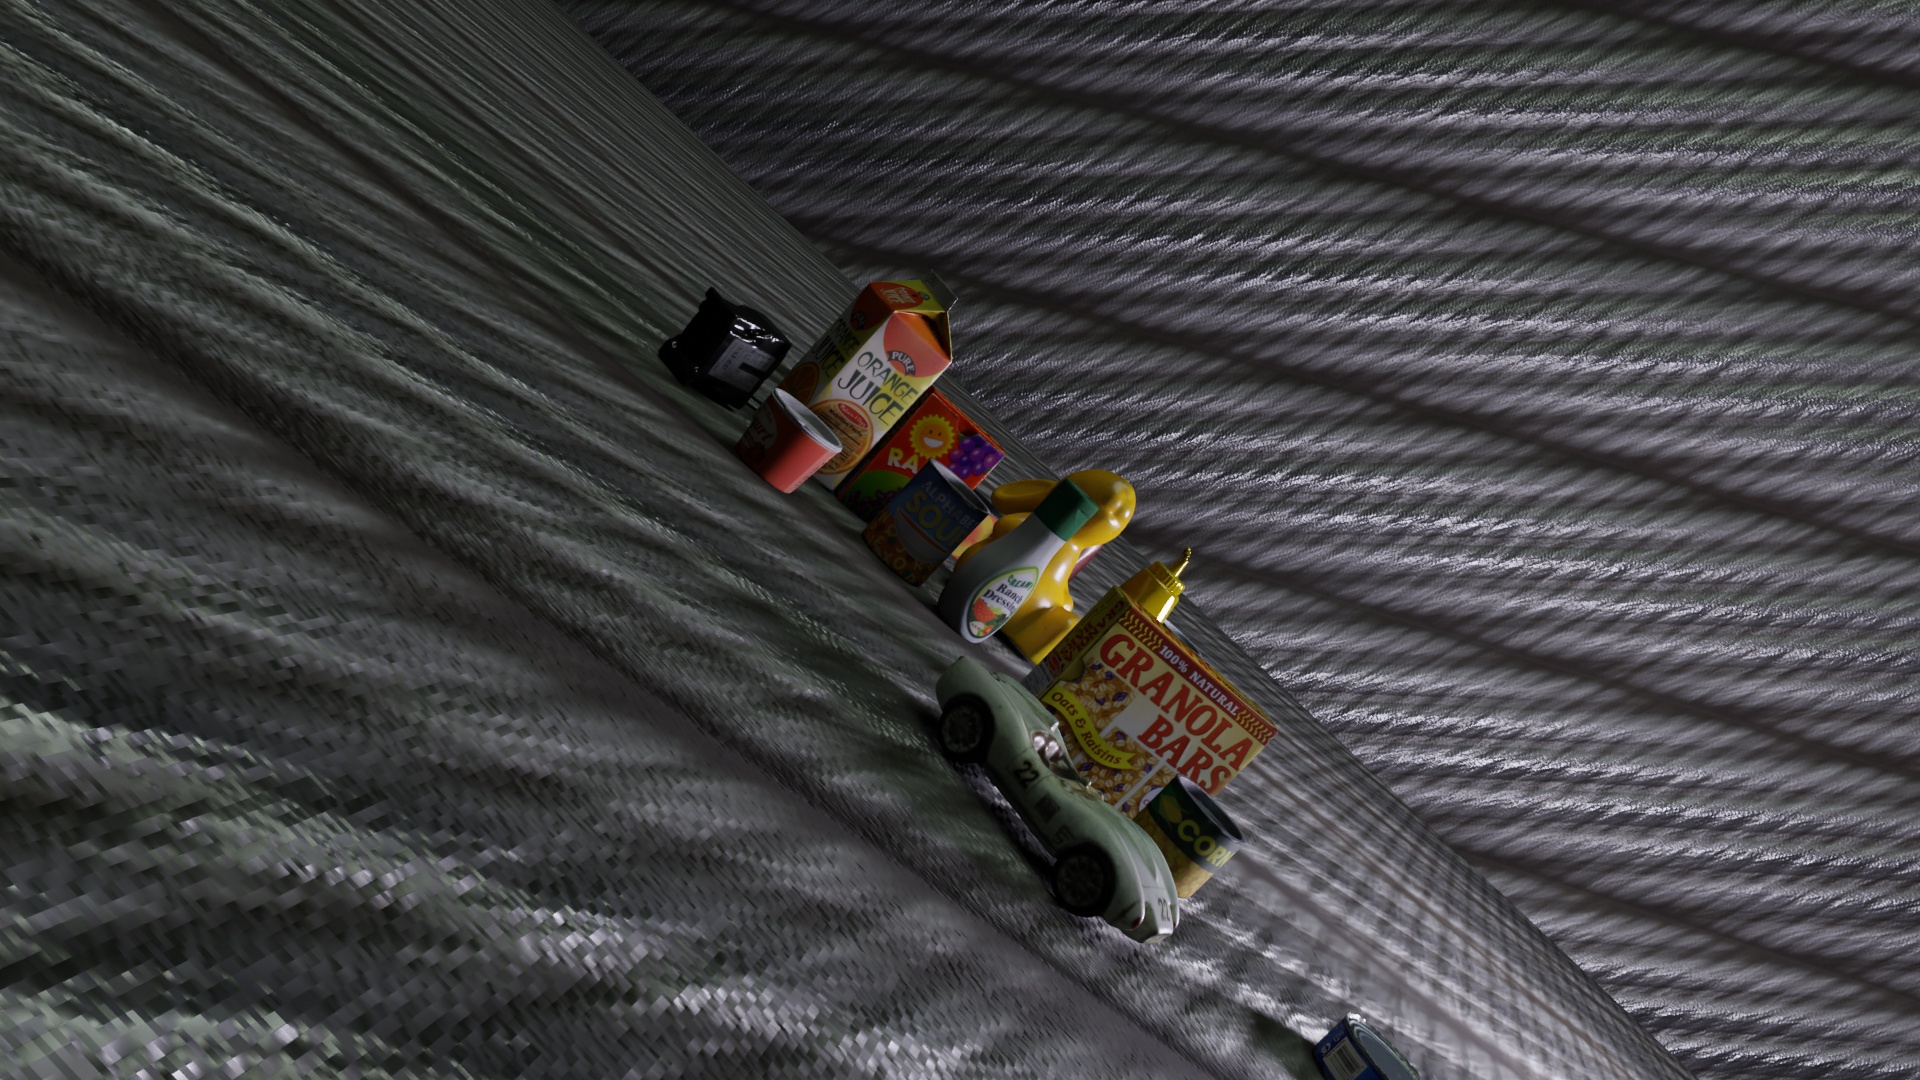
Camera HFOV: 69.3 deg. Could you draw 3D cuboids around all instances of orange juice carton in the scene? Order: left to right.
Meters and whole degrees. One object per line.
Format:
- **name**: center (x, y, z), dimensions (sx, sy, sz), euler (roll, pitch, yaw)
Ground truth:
- **orange juice carton**: center (-0.077, -0.142, 1.155), dimensions (0.073, 0.192, 0.072), euler (38, 10, -33)

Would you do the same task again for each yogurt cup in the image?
- **yogurt cup**: center (-0.131, -0.073, 1.043), dimensions (0.072, 0.054, 0.072), euler (42, 9, -8)

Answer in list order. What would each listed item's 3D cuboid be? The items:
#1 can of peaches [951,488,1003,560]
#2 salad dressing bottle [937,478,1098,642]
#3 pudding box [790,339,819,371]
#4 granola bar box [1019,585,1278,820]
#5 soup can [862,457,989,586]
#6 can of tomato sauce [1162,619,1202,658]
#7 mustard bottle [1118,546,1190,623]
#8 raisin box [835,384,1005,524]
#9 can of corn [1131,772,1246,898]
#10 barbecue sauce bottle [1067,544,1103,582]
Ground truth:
- **can of peaches**: center (0.005, -0.017, 1.366), dimensions (0.071, 0.058, 0.071), euler (42, 9, -8)
- **salad dressing bottle**: center (0.046, 0.015, 1.103), dimensions (0.064, 0.147, 0.044), euler (35, 12, -46)
- **pudding box**: center (-0.147, -0.175, 1.474), dimensions (0.030, 0.049, 0.084), euler (38, 10, -33)
- **granola bar box**: center (0.131, 0.130, 1.009), dimensions (0.165, 0.124, 0.039), euler (40, 9, -22)
- **soup can**: center (-0.028, -0.014, 1.119), dimensions (0.071, 0.083, 0.071), euler (42, 8, -8)
- **can of tomato sauce**: center (0.203, 0.129, 1.468), dimensions (0.071, 0.083, 0.071), euler (42, 8, -8)
- **mustard bottle**: center (0.176, 0.069, 1.380), dimensions (0.048, 0.160, 0.065), euler (39, 9, -25)
- **raisin box**: center (-0.035, -0.060, 1.179), dimensions (0.086, 0.123, 0.040), euler (40, 9, -18)
- **can of corn**: center (0.155, 0.207, 0.966), dimensions (0.071, 0.058, 0.071), euler (42, 9, -8)
- **barbecue sauce bottle**: center (0.104, 0.013, 1.363), dimensions (0.044, 0.148, 0.065), euler (45, 8, 12)
